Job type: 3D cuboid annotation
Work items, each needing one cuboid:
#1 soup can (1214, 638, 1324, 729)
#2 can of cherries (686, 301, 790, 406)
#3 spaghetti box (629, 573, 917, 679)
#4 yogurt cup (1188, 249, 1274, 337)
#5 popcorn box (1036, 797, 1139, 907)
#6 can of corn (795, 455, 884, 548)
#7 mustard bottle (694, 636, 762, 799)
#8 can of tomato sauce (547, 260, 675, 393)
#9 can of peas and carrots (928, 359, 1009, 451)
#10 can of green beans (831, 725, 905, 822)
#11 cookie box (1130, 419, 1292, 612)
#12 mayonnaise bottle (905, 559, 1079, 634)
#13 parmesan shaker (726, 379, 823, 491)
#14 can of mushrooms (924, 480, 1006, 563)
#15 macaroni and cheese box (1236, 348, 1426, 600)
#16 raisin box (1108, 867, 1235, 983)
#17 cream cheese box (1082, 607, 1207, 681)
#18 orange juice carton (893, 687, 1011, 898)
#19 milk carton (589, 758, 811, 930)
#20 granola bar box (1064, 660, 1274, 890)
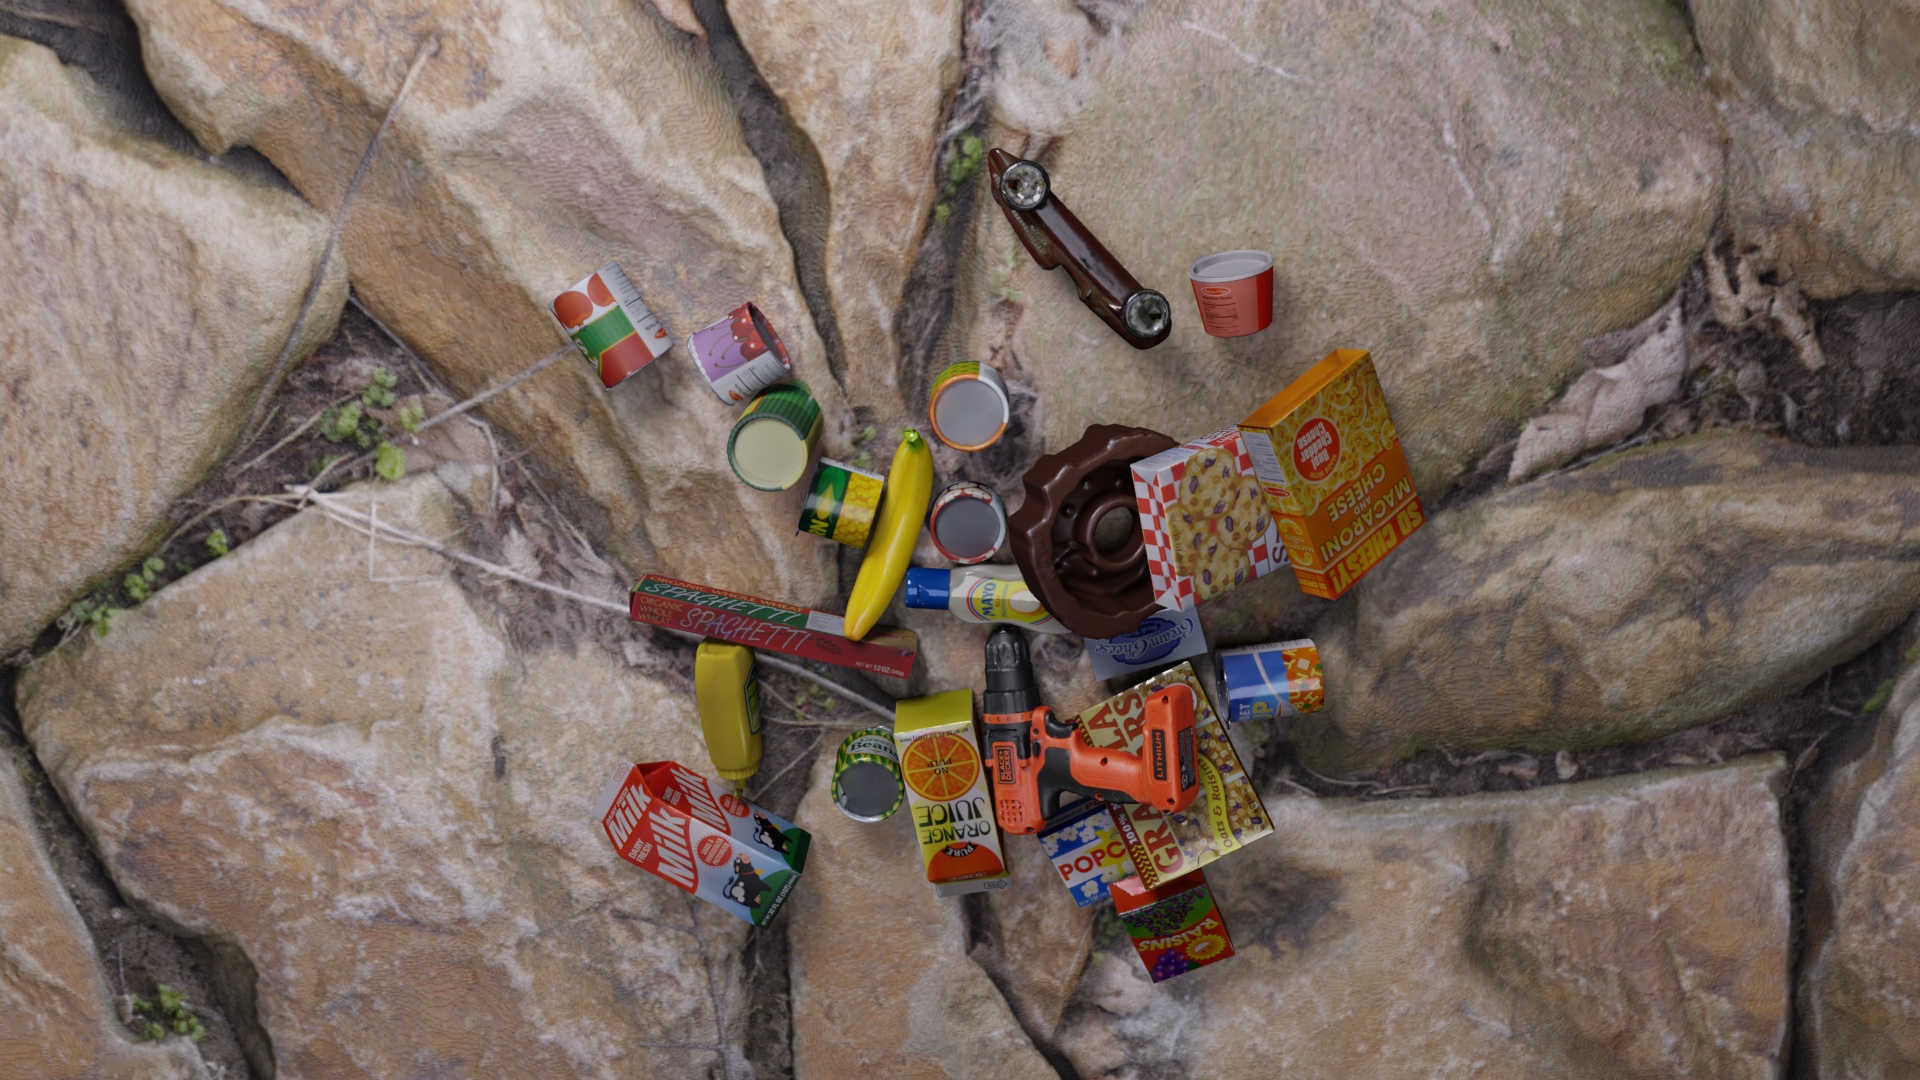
[{"bbox_3d":[0.270,0.126,1.217,0.084,0.071,0.071,-7,108,3],"label":"soup can"},{"bbox_3d":[-0.181,-0.154,1.132,0.058,0.072,0.071,-30,106,10],"label":"can of cherries"},{"bbox_3d":[-0.162,0.074,1.214,0.250,0.050,0.028,13,107,-3],"label":"spaghetti box"},{"bbox_3d":[0.220,-0.197,1.116,0.072,0.073,0.053,-11,116,4],"label":"yogurt cup"},{"bbox_3d":[0.145,0.274,1.283,0.126,0.038,0.085,-27,105,9],"label":"popcorn box"},{"bbox_3d":[-0.101,-0.029,1.170,0.058,0.071,0.071,17,108,-6],"label":"can of corn"},{"bbox_3d":[-0.203,0.161,1.238,0.049,0.065,0.159,0,114,6],"label":"mustard bottle"},{"bbox_3d":[-0.284,-0.173,1.125,0.071,0.071,0.083,-31,105,10],"label":"can of tomato sauce"},{"bbox_3d":[0.005,-0.110,1.147,0.071,0.059,0.070,0,108,1],"label":"can of peas and carrots"},{"bbox_3d":[-0.082,0.212,1.254,0.071,0.058,0.071,0,108,0],"label":"can of green beans"},{"bbox_3d":[0.225,-0.029,1.142,0.168,0.040,0.122,-22,110,-26],"label":"cookie box"},{"bbox_3d":[0.027,0.046,1.207,0.148,0.041,0.064,4,107,-1],"label":"mayonnaise bottle"},{"bbox_3d":[-0.149,-0.088,1.132,0.071,0.103,0.071,0,108,1],"label":"parmesan shaker"},{"bbox_3d":[0.004,-0.015,1.192,0.071,0.033,0.070,0,109,0],"label":"can of mushrooms"},{"bbox_3d":[0.306,-0.054,1.137,0.124,0.040,0.166,-36,115,-22],"label":"macaroni and cheese box"},{"bbox_3d":[0.197,0.351,1.286,0.086,0.040,0.123,-22,128,5],"label":"raisin box"},{"bbox_3d":[0.163,0.085,1.229,0.104,0.024,0.053,-16,109,6],"label":"cream cheese box"},{"bbox_3d":[-0.005,0.237,1.254,0.072,0.073,0.192,-11,108,4],"label":"orange juice carton"},{"bbox_3d":[-0.239,0.268,1.266,0.190,0.074,0.072,29,106,-8],"label":"milk carton"},{"bbox_3d":[0.184,0.206,1.224,0.124,0.039,0.166,-28,79,9],"label":"granola bar box"}]
